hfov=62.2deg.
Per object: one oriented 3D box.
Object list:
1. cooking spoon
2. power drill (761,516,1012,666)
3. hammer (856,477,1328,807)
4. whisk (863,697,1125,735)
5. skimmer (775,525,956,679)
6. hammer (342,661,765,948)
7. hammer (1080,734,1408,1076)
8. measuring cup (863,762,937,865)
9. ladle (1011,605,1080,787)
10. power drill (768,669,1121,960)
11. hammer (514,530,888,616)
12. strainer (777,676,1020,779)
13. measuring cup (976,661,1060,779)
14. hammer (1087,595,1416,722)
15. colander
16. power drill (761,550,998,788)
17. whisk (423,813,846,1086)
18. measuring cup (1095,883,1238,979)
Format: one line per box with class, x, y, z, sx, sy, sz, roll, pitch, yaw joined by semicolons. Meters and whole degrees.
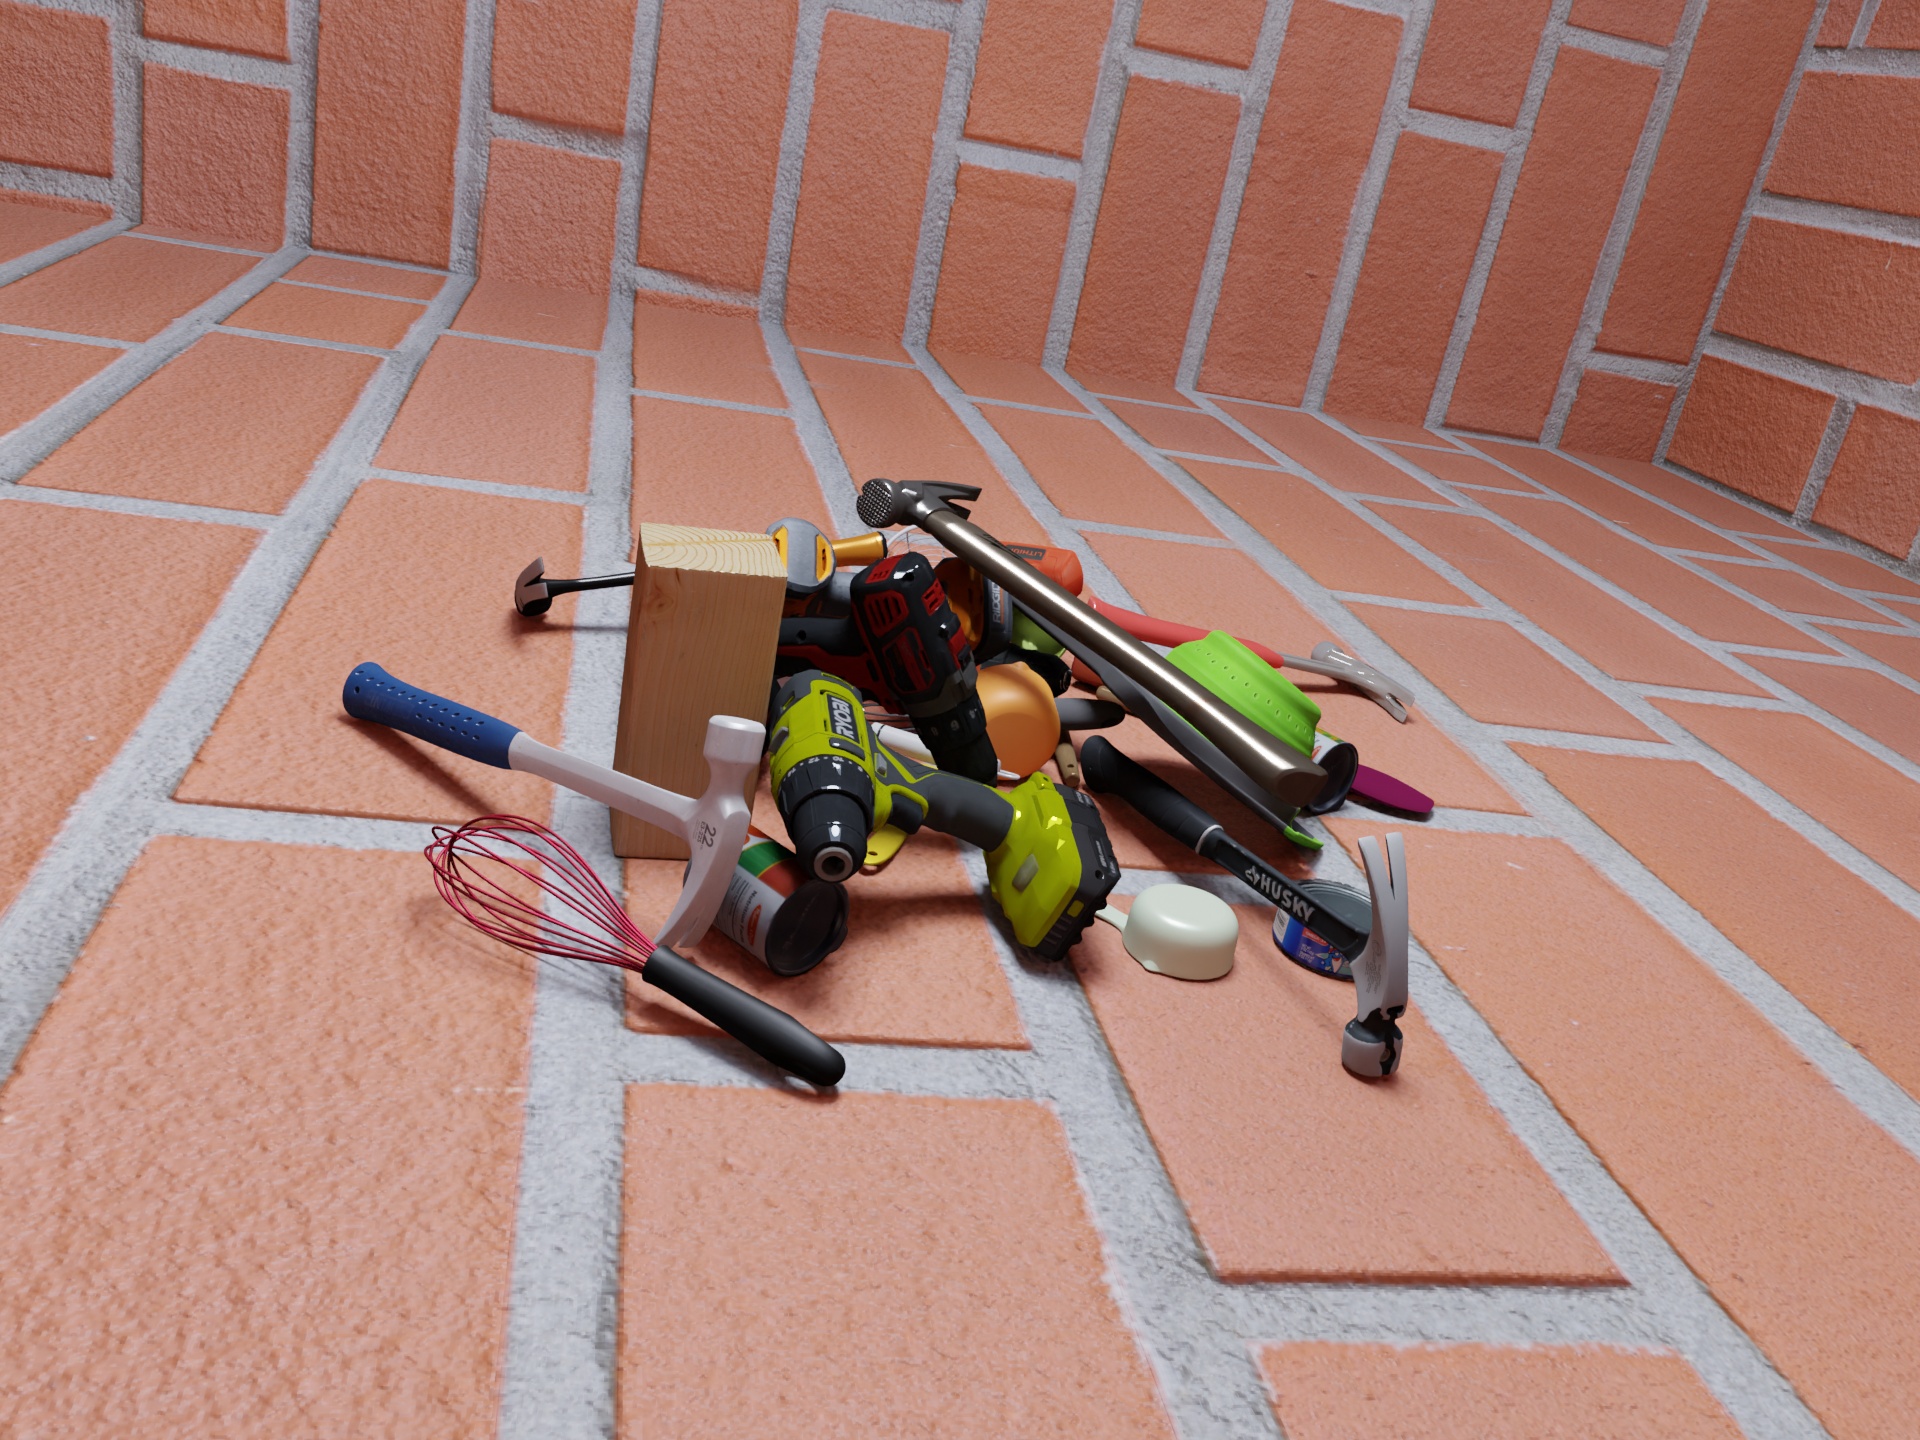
cooking spoon;0.269;0.025;1.436;0.319;0.017;0.069;20;23;20
power drill;-0.090;-0.090;1.280;0.226;0.084;0.164;10;-21;-31
hammer;0.107;-0.068;1.203;0.411;0.038;0.146;38;25;24
whisk;0.021;-0.008;1.324;0.239;0.055;0.055;1;23;-9
skimmer;-0.086;-0.100;1.468;0.127;0.090;0.363;48;33;8
hammer;-0.286;0.029;1.045;0.406;0.144;0.035;16;6;38
hammer;0.185;0.087;1.125;0.036;0.149;0.409;-6;20;-21
measuring cup;-0.043;0.067;1.161;0.062;0.029;0.156;16;20;10
ladle;0.079;-0.031;1.431;0.078;0.062;0.320;-4;26;-3
power drill;-0.016;0.068;1.014;0.228;0.080;0.191;24;23;-21
hammer;-0.223;-0.137;1.422;0.336;0.034;0.127;-10;-1;-21
strainer;-0.072;0.007;1.258;0.258;0.050;0.087;17;2;17
measuring cup;-0.002;-0.004;1.261;0.173;0.095;0.052;13;29;-19
hammer;0.277;-0.067;1.576;0.358;0.036;0.149;10;20;-28
colander;0.163;-0.056;1.304;0.397;0.094;0.204;42;9;23
power drill;-0.089;-0.014;1.154;0.227;0.187;0.080;-10;25;26
whisk;-0.188;0.129;0.904;0.296;0.073;0.073;26;26;19
measuring cup;0.115;0.122;1.094;0.168;0.038;0.083;26;26;29
